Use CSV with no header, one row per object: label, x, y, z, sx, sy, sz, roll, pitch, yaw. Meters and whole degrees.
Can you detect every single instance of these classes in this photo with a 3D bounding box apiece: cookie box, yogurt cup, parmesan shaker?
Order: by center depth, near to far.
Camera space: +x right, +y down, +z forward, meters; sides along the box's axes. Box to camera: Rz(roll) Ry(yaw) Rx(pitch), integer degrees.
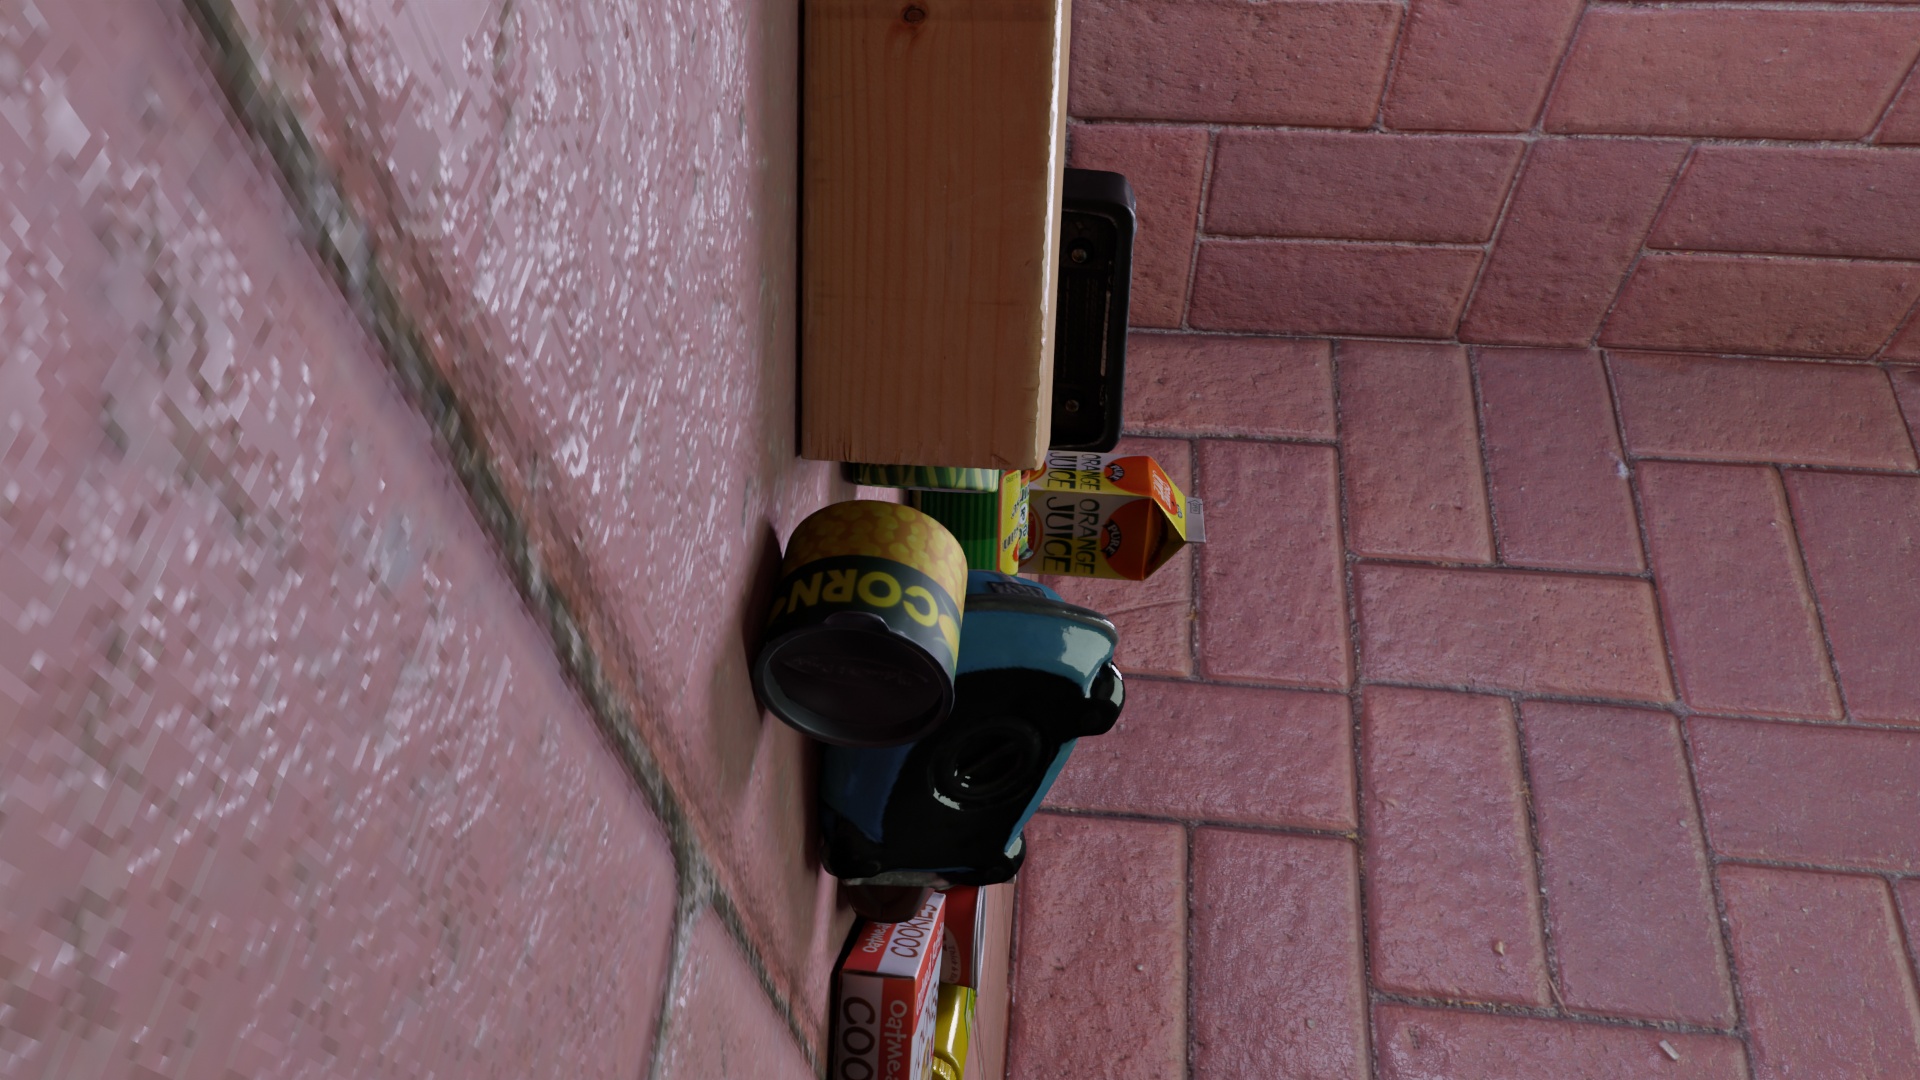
cookie box,-0.039,0.277,0.707,0.123,0.040,0.167,-35,129,-84
parmesan shaker,0.003,-0.010,0.831,0.071,0.071,0.102,-74,166,-68
yogurt cup,-0.012,0.252,0.895,0.072,0.054,0.072,-1,94,-85

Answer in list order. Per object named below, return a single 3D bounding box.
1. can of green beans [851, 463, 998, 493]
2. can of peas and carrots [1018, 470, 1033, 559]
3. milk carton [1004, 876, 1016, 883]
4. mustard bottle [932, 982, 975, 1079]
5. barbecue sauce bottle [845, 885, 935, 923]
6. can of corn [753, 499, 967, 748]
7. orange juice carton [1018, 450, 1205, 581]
can of green beans,-0.015,-0.052,0.621,0.071,0.071,0.058,-1,94,-85
can of peas and carrots,0.016,-0.022,0.948,0.071,0.071,0.058,-74,166,-67
milk carton,0.003,0.147,0.898,0.074,0.072,0.189,-78,170,-62
mustard bottle,-0.018,0.321,0.901,0.161,0.049,0.065,-76,166,-65
barbecue sauce bottle,-0.029,0.160,0.722,0.148,0.044,0.065,67,27,-80
can of corn,-0.032,0.027,0.472,0.070,0.071,0.058,88,7,-45
orange juice carton,0.086,-0.021,1.042,0.072,0.193,0.072,-79,172,-62
